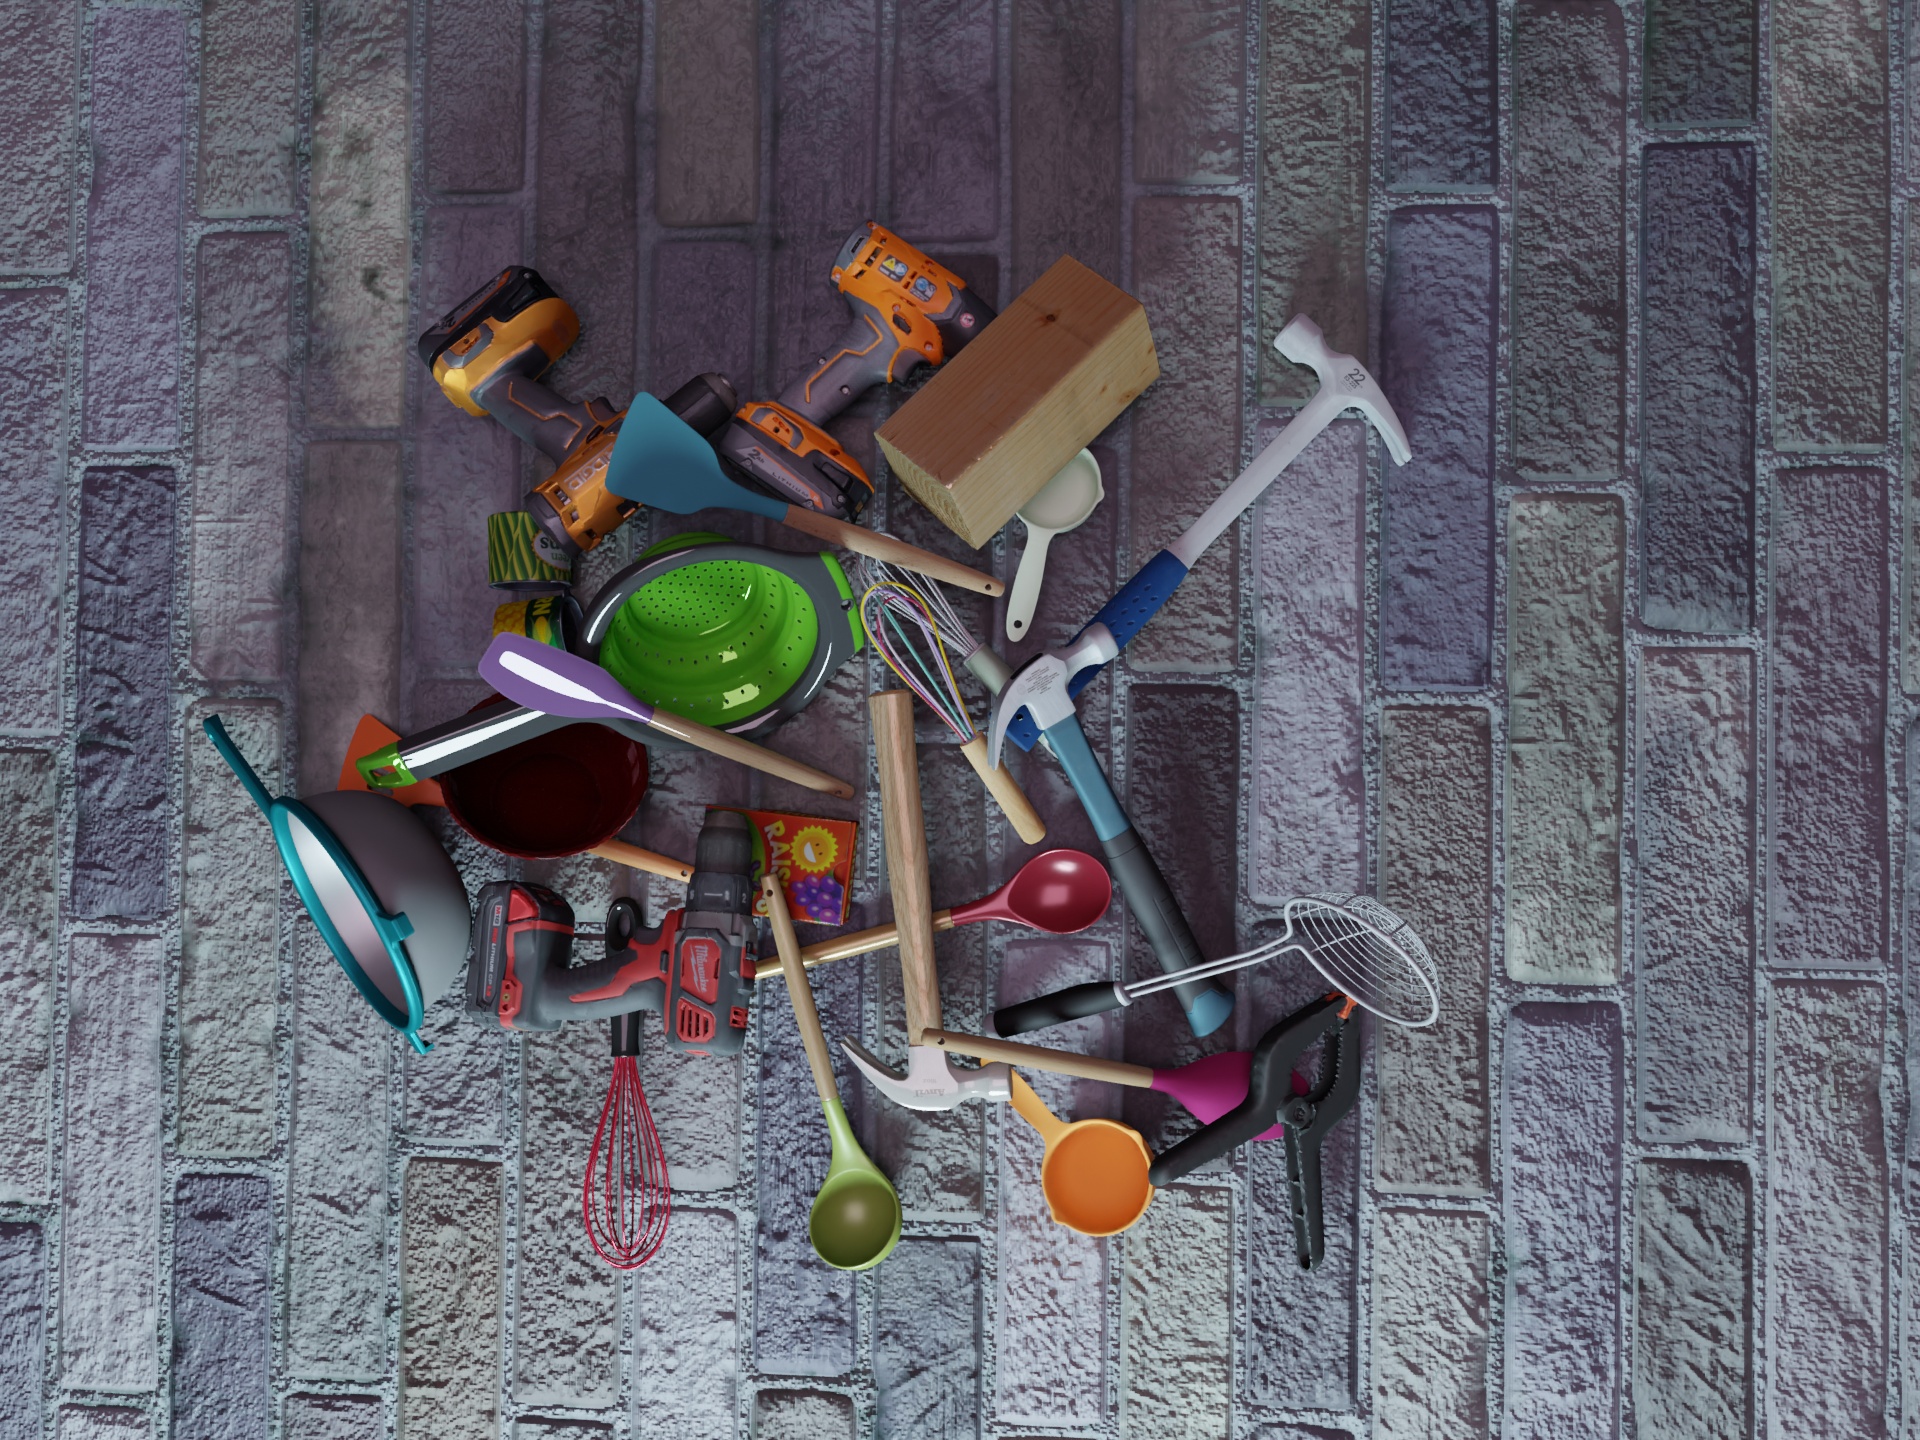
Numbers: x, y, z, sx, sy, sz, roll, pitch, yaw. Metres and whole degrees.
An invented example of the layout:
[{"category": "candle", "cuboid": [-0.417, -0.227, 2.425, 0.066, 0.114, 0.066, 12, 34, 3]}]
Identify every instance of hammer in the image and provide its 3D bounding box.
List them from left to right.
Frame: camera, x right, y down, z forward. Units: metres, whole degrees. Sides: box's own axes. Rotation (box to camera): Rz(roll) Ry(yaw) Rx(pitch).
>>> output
[{"category": "hammer", "cuboid": [-0.041, 0.141, 1.260, 0.130, 0.031, 0.331, -7, 87, 8]}, {"category": "hammer", "cuboid": [0.128, 0.098, 1.232, 0.128, 0.033, 0.331, -29, 101, -4]}, {"category": "hammer", "cuboid": [0.182, -0.130, 1.252, 0.144, 0.035, 0.405, 44, 87, 4]}]

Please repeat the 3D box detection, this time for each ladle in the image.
[{"category": "ladle", "cuboid": [-0.114, 0.277, 1.257, 0.078, 0.062, 0.320, -14, 94, 14]}, {"category": "ladle", "cuboid": [-0.031, 0.167, 1.286, 0.315, 0.031, 0.069, -16, 87, 6]}]

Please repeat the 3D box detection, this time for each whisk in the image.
[{"category": "whisk", "cuboid": [-0.271, 0.292, 1.291, 0.073, 0.073, 0.296, -3, 82, 5]}, {"category": "whisk", "cuboid": [0.000, -0.005, 1.252, 0.047, 0.051, 0.245, -36, 104, -11]}, {"category": "whisk", "cuboid": [0.006, -0.060, 1.281, 0.246, 0.059, 0.057, 46, 129, 1]}]

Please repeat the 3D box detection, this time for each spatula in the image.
[{"category": "spatula", "cuboid": [-0.366, 0.080, 1.319, 0.322, 0.041, 0.081, 18, 91, 1]}, {"category": "spatula", "cuboid": [-0.217, 0.006, 1.225, 0.315, 0.018, 0.059, 23, 121, -29]}, {"category": "spatula", "cuboid": [-0.111, -0.156, 1.222, 0.317, 0.044, 0.082, 19, 109, -18]}]

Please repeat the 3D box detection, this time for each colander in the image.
[{"category": "colander", "cuboid": [-0.279, -0.051, 1.243, 0.397, 0.204, 0.095, -21, 46, -4]}]

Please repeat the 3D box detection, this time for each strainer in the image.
[{"category": "strainer", "cuboid": [-0.493, 0.094, 1.288, 0.095, 0.210, 0.341, -30, 62, -31]}]

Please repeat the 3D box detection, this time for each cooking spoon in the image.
[{"category": "cooking spoon", "cuboid": [0.124, 0.274, 1.238, 0.318, 0.017, 0.069, 13, 89, -10]}]

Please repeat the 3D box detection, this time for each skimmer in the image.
[{"category": "skimmer", "cuboid": [0.172, 0.209, 1.181, 0.363, 0.090, 0.127, -20, 121, 25]}]

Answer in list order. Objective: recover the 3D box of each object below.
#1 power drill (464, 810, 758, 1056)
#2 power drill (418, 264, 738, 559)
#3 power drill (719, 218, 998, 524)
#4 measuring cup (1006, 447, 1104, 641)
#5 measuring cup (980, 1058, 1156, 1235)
[{"category": "power drill", "cuboid": [-0.264, 0.165, 1.251, 0.227, 0.080, 0.188, -1, 77, 17]}, {"category": "power drill", "cuboid": [-0.301, -0.261, 1.265, 0.185, 0.084, 0.226, -40, 71, -4]}, {"category": "power drill", "cuboid": [-0.070, -0.266, 1.273, 0.164, 0.084, 0.226, 34, 88, 3]}, {"category": "measuring cup", "cuboid": [0.064, -0.144, 1.279, 0.083, 0.038, 0.167, 14, 92, 5]}, {"category": "measuring cup", "cuboid": [0.083, 0.329, 1.264, 0.095, 0.052, 0.174, -47, 70, 2]}]
